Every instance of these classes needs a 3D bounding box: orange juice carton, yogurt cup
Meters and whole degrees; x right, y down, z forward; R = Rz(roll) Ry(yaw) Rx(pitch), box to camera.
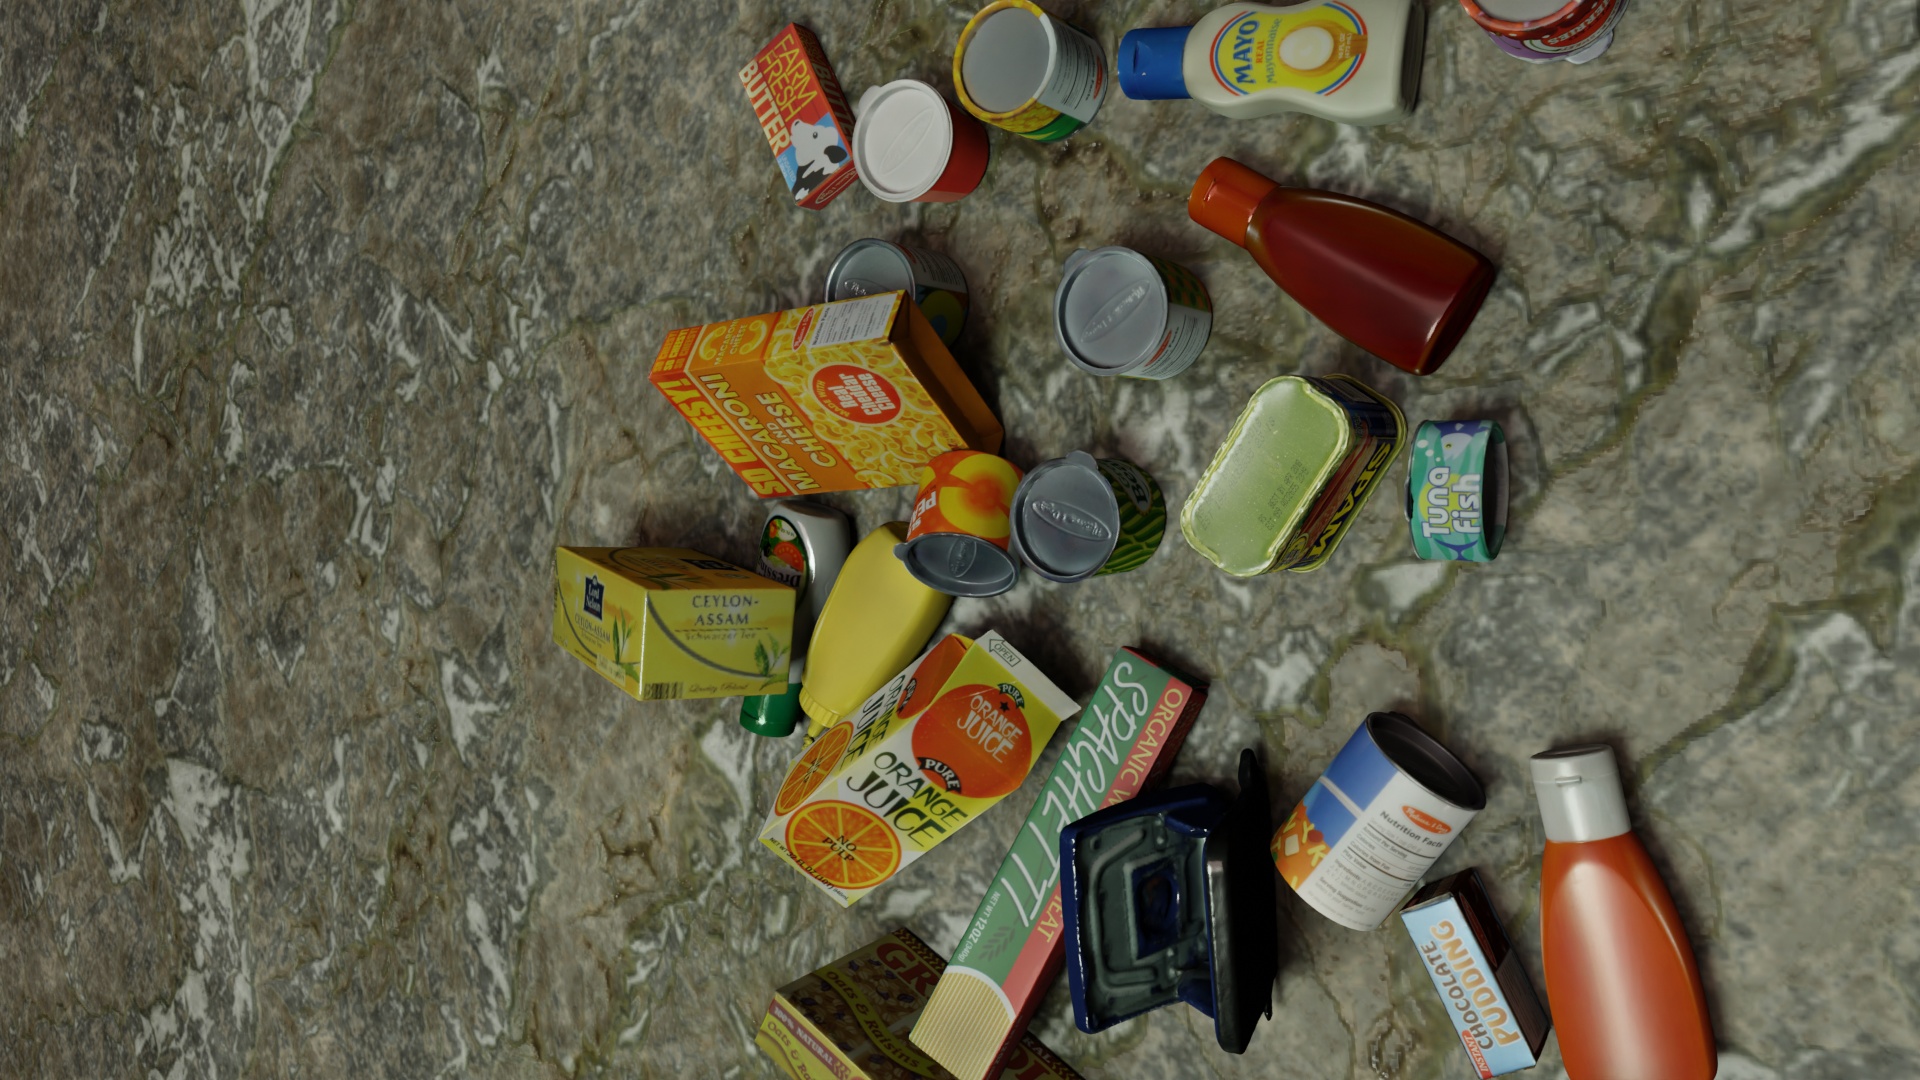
[{"bbox_3d":[-0.022,0.123,0.794,0.071,0.073,0.192,42,119,-14],"label":"orange juice carton"},{"bbox_3d":[-0.020,-0.226,0.800,0.072,0.054,0.072,2,94,33],"label":"yogurt cup"}]

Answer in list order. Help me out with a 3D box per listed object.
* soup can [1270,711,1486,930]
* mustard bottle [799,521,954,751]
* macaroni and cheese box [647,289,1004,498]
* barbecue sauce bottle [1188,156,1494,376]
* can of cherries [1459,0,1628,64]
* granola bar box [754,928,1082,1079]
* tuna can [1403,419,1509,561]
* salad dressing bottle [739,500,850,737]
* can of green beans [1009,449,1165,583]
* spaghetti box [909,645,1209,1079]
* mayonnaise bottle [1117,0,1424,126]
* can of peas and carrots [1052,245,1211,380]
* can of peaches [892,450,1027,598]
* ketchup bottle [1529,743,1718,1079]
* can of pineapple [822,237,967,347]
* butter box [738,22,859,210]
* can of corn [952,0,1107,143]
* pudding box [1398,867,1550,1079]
[{"bbox_3d":[0.200,0.134,0.673,0.071,0.071,0.083,42,114,24],"label":"soup can"},{"bbox_3d":[-0.060,0.065,0.845,0.065,0.049,0.159,39,113,19],"label":"mustard bottle"},{"bbox_3d":[-0.076,-0.079,0.802,0.166,0.123,0.040,-3,54,30],"label":"macaroni and cheese box"},{"bbox_3d":[0.180,-0.142,0.682,0.149,0.044,0.064,37,111,26],"label":"barbecue sauce bottle"},{"bbox_3d":[0.260,-0.250,0.615,0.071,0.058,0.071,2,93,33],"label":"can of cherries"},{"bbox_3d":[-0.015,0.301,0.783,0.166,0.124,0.039,33,111,27],"label":"granola bar box"},{"bbox_3d":[0.229,-0.023,0.640,0.033,0.071,0.071,2,94,32],"label":"tuna can"},{"bbox_3d":[-0.108,0.050,0.878,0.064,0.044,0.147,22,105,40],"label":"salad dressing bottle"},{"bbox_3d":[0.070,-0.012,0.751,0.071,0.058,0.071,2,94,33],"label":"can of green beans"},{"bbox_3d":[0.053,0.176,0.753,0.050,0.028,0.250,29,92,28],"label":"spaghetti box"},{"bbox_3d":[0.152,-0.241,0.696,0.148,0.041,0.064,10,100,32],"label":"mayonnaise bottle"},{"bbox_3d":[0.090,-0.120,0.732,0.071,0.059,0.071,2,93,33],"label":"can of peas and carrots"},{"bbox_3d":[0.003,-0.010,0.777,0.071,0.071,0.058,-11,51,33],"label":"can of peaches"},{"bbox_3d":[0.291,0.169,0.626,0.064,0.043,0.149,-13,85,32],"label":"ketchup bottle"},{"bbox_3d":[-0.039,-0.139,0.815,0.071,0.058,0.071,2,94,33],"label":"can of pineapple"},{"bbox_3d":[-0.097,-0.264,0.866,0.053,0.024,0.103,-31,76,31],"label":"butter box"},{"bbox_3d":[0.036,-0.256,0.760,0.071,0.058,0.071,2,94,33],"label":"can of corn"},{"bbox_3d":[0.244,0.203,0.655,0.030,0.050,0.084,-30,77,29],"label":"pudding box"}]
